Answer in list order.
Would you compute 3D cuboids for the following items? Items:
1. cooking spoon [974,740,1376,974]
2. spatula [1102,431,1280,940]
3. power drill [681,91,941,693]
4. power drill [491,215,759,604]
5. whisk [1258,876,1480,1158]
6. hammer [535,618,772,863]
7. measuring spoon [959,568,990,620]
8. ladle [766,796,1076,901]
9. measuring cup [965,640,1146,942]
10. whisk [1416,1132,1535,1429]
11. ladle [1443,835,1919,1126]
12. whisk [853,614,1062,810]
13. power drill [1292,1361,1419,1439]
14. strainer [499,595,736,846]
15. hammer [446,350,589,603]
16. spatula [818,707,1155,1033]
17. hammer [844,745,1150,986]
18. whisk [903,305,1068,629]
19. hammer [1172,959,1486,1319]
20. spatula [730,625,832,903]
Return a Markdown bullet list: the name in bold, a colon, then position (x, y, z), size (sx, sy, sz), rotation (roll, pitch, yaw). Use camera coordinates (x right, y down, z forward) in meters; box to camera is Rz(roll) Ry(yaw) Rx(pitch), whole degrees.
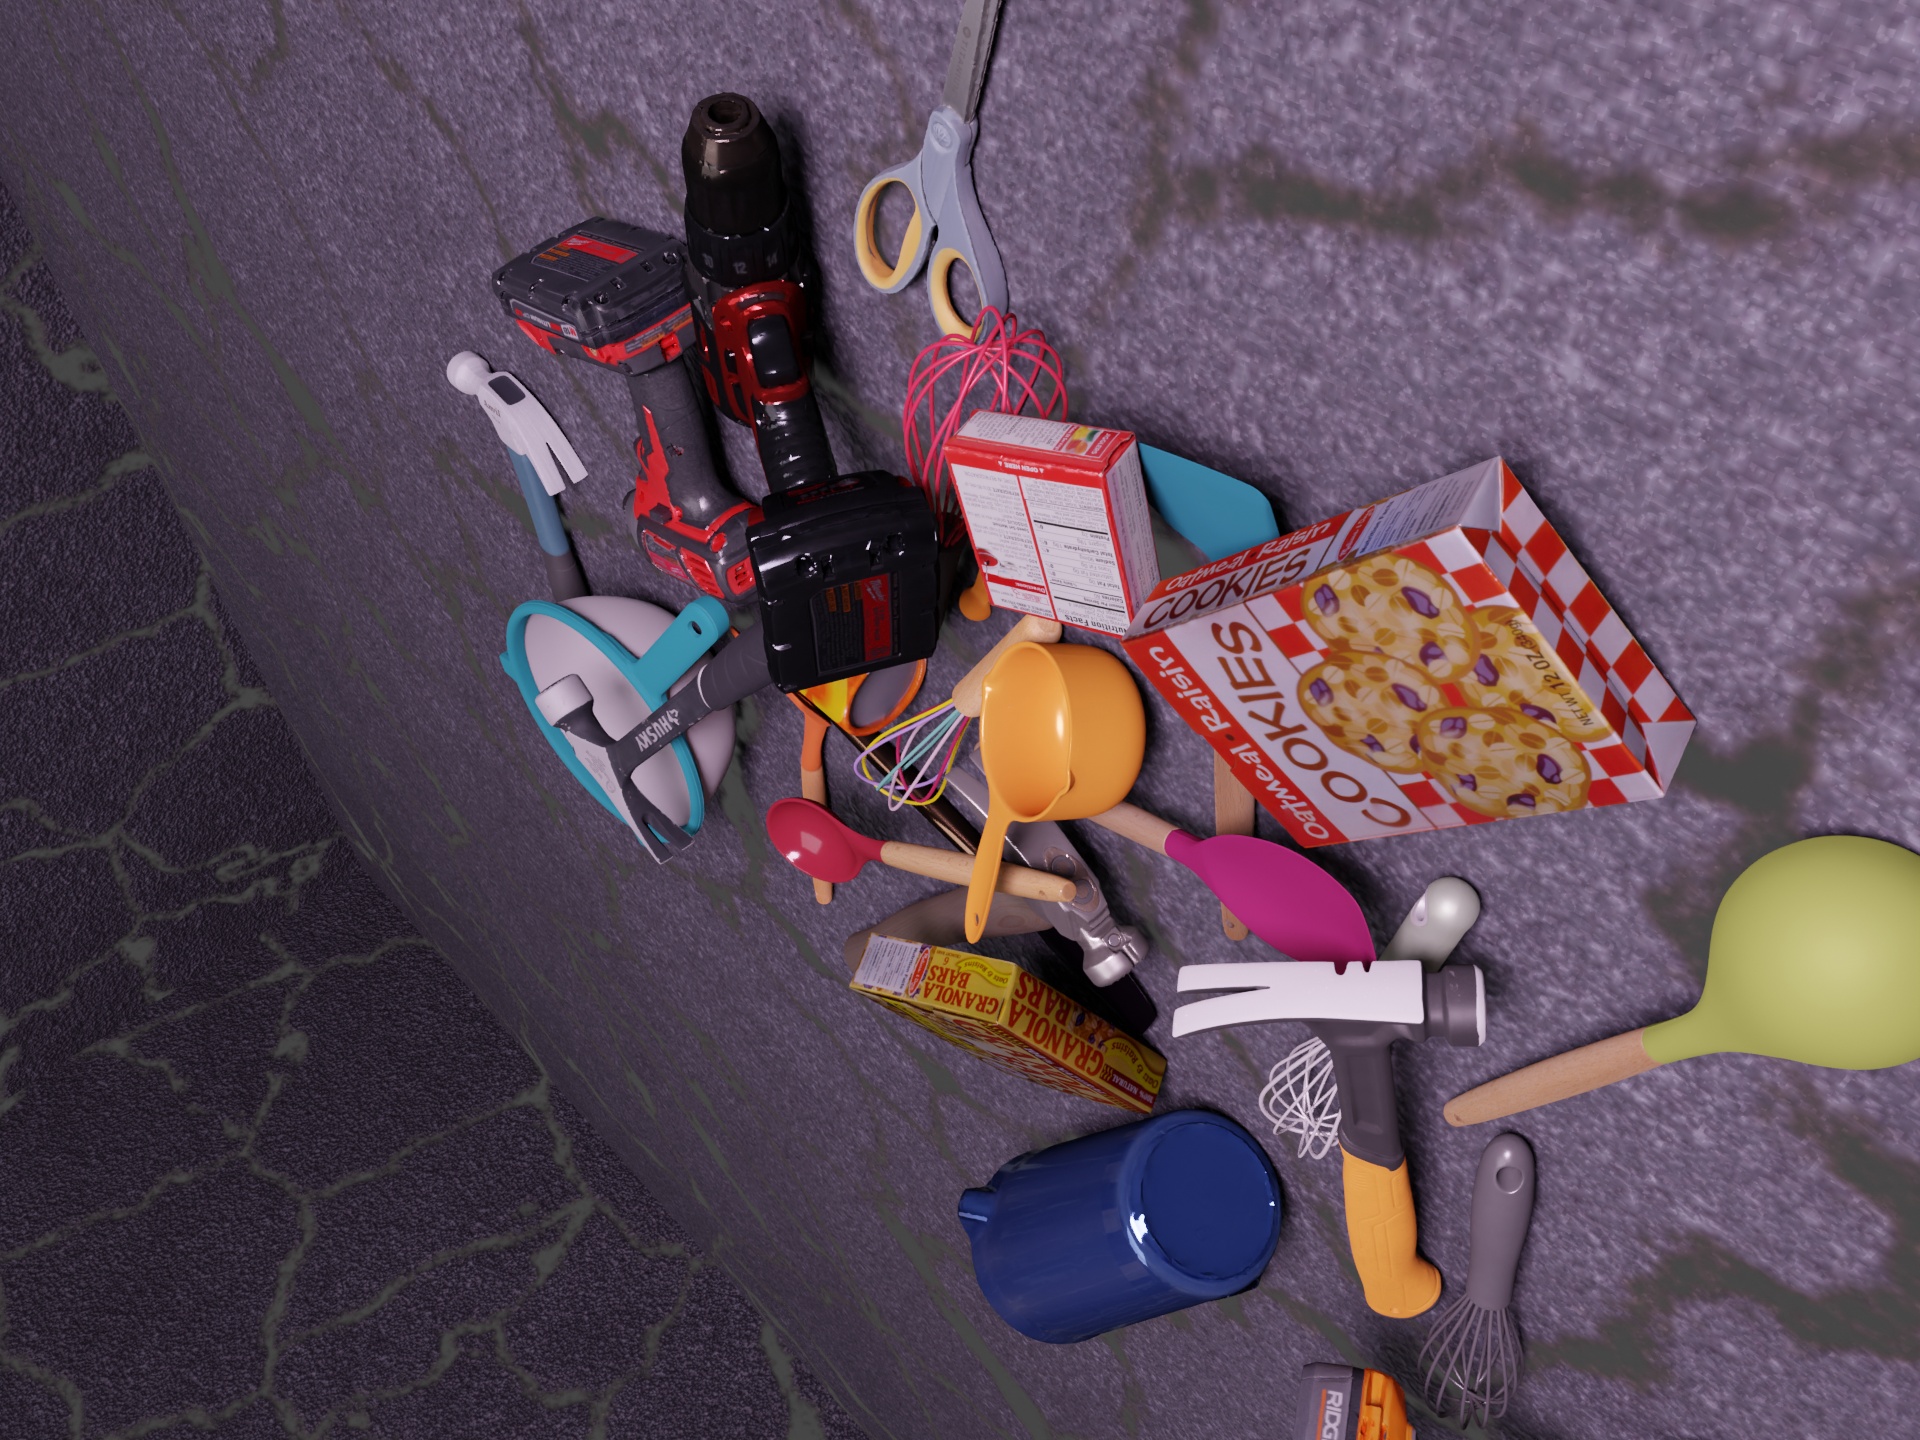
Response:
- **cooking spoon**: position (0.092, 0.053, 0.793), size (0.319, 0.017, 0.068), rotation (24, 141, 57)
- **spatula**: position (0.114, 0.002, 0.711), size (0.082, 0.044, 0.317), rotation (27, 145, 34)
- **power drill**: position (-0.078, -0.148, 0.724), size (0.187, 0.080, 0.227), rotation (93, 160, -63)
- **power drill**: position (-0.186, -0.178, 0.951), size (0.143, 0.078, 0.219), rotation (28, 147, 42)
- **whisk**: position (0.196, 0.146, 0.759), size (0.059, 0.058, 0.246), rotation (13, 142, 2)
- **hammer**: position (-0.156, -0.010, 0.976), size (0.149, 0.036, 0.409), rotation (57, 147, -4)
- **measuring spoon**: position (0.018, -0.081, 0.804), size (0.021, 0.011, 0.117), rotation (49, 153, 9)
- **ladle**: position (-0.029, 0.080, 0.933), size (0.315, 0.031, 0.069), rotation (4, 129, 58)
- **measuring cup**: position (0.043, 0.041, 0.799), size (0.095, 0.052, 0.173), rotation (53, 137, 48)
- **whisk**: position (0.266, 0.288, 0.810), size (0.055, 0.055, 0.238), rotation (30, 141, 39)
- **ladle**: position (0.268, 0.123, 0.625), size (0.078, 0.062, 0.320), rotation (43, 159, 10)
- **whisk**: position (0.001, -0.002, 0.895), size (0.047, 0.051, 0.245), rotation (60, 149, 9)
- **power drill**: position (0.284, 0.415, 0.816), size (0.226, 0.084, 0.164), rotation (7, 135, 17)
- **strainer**: position (-0.208, -0.037, 1.141), size (0.211, 0.095, 0.340), rotation (53, 147, -3)
- **hammer**: position (-0.321, -0.130, 1.271), size (0.128, 0.033, 0.330), rotation (37, 149, 32)
- **spatula**: position (0.007, 0.077, 1.004), size (0.316, 0.018, 0.059), rotation (44, 153, 16)
- **hammer**: position (-0.015, 0.123, 1.041), size (0.146, 0.038, 0.410), rotation (52, 156, -1)
- **whisk**: position (-0.004, -0.100, 0.767), size (0.073, 0.073, 0.295), rotation (48, 159, 10)
- **hammer**: position (0.193, 0.216, 0.773), size (0.127, 0.034, 0.336), rotation (-3, 139, 18)
- **spatula**: position (-0.113, 0.049, 1.139), size (0.081, 0.041, 0.322), rotation (46, 154, 28)
